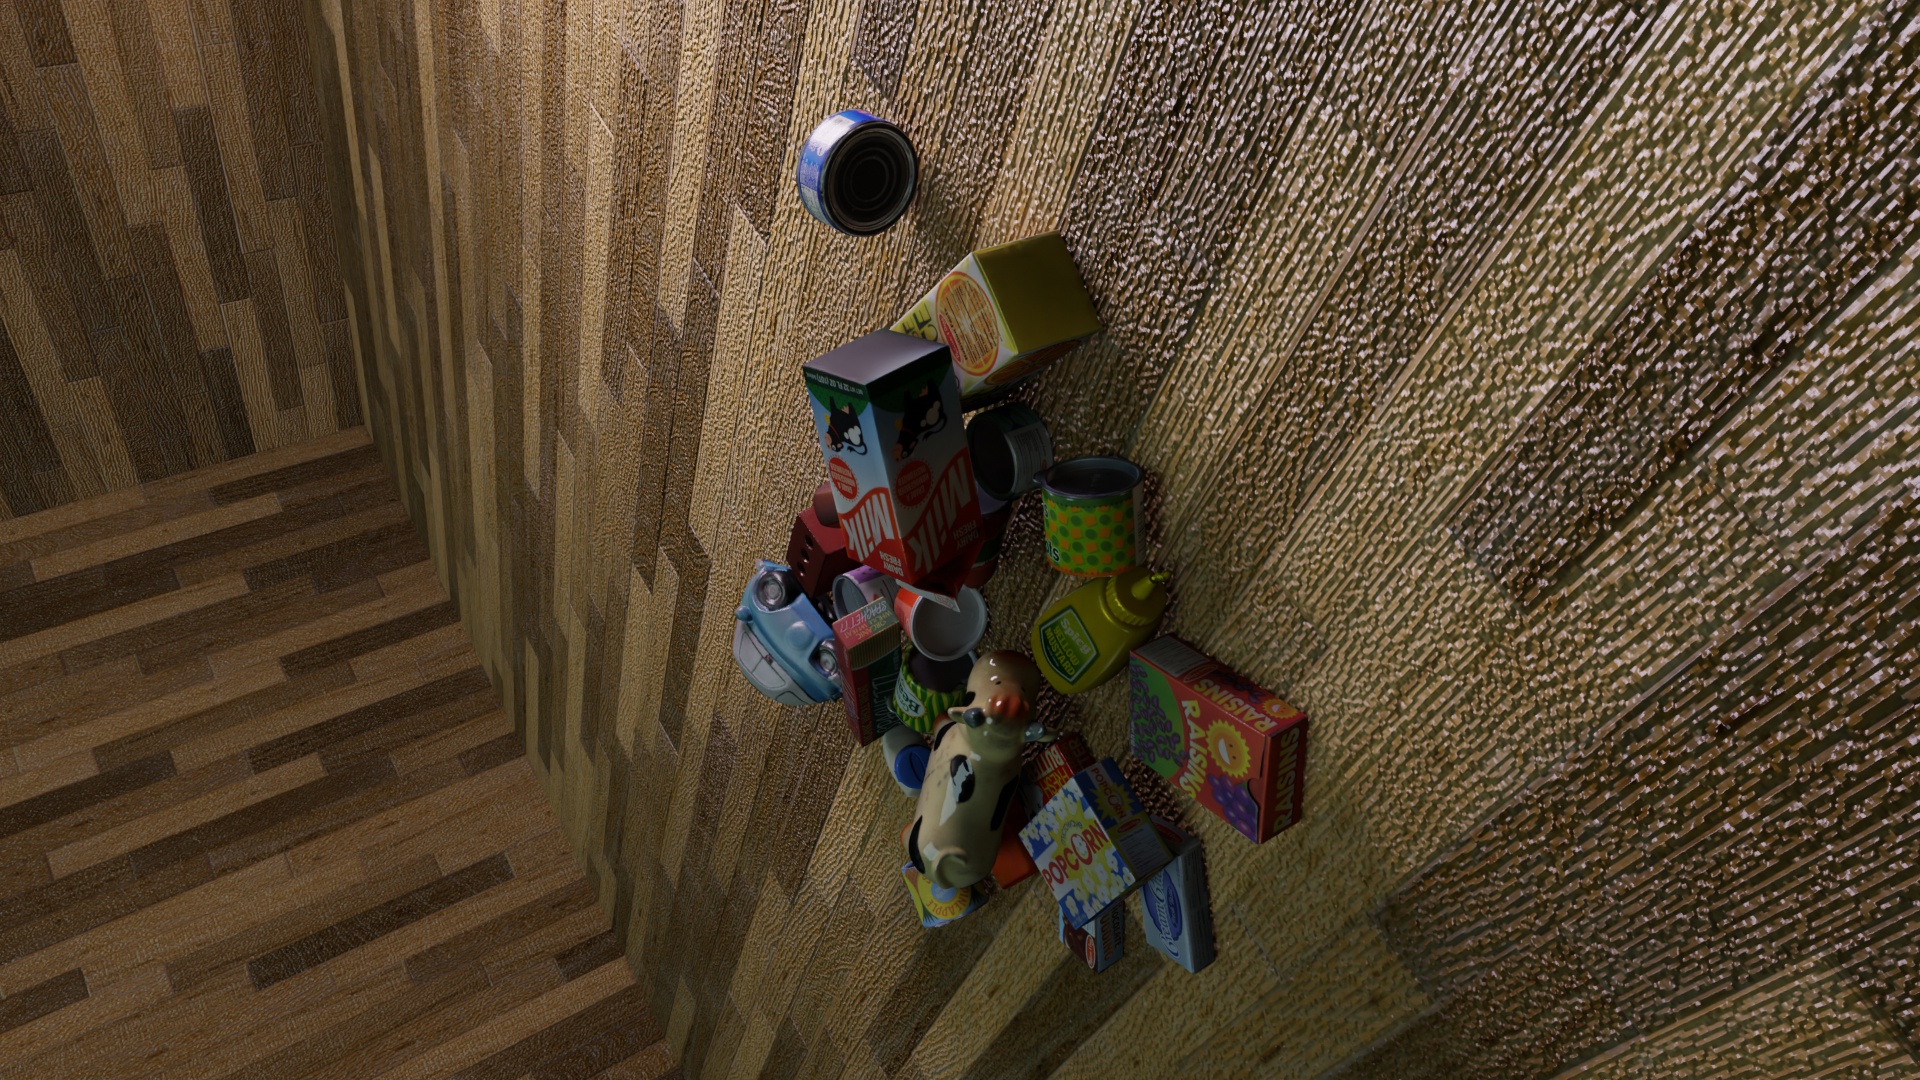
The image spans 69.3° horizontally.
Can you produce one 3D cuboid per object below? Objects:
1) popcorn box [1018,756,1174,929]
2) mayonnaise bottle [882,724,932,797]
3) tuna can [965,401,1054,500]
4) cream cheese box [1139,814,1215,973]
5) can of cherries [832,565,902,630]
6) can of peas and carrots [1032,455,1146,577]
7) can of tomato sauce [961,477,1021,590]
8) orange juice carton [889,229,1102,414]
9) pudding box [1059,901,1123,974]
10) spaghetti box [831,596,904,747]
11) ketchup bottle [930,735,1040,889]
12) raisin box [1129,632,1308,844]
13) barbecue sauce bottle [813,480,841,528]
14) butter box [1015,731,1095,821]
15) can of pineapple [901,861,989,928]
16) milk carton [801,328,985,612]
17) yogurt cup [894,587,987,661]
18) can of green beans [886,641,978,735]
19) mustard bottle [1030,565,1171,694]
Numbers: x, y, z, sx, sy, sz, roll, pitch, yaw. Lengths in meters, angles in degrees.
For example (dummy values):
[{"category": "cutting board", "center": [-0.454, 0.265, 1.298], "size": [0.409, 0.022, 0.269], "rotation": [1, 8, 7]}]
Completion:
[{"category": "popcorn box", "center": [0.096, 0.223, 1.013], "size": [0.085, 0.038, 0.126], "rotation": [59, 150, 20]}, {"category": "mayonnaise bottle", "center": [-0.042, 0.197, 1.230], "size": [0.148, 0.041, 0.065], "rotation": [136, 111, -82]}, {"category": "tuna can", "center": [0.033, -0.064, 0.994], "size": [0.071, 0.033, 0.070], "rotation": [37, 137, 43]}, {"category": "cream cheese box", "center": [0.154, 0.255, 1.003], "size": [0.053, 0.024, 0.103], "rotation": [21, 126, 56]}, {"category": "can of cherries", "center": [-0.072, 0.051, 1.219], "size": [0.071, 0.058, 0.071], "rotation": [38, 139, 42]}, {"category": "can of peas and carrots", "center": [0.084, -0.016, 0.900], "size": [0.071, 0.071, 0.058], "rotation": [28, 132, 50]}, {"category": "can of tomato sauce", "center": [0.004, -0.013, 1.045], "size": [0.071, 0.071, 0.082], "rotation": [49, 146, 31]}, {"category": "orange juice carton", "center": [0.008, -0.134, 0.950], "size": [0.192, 0.072, 0.073], "rotation": [-29, 83, 60]}, {"category": "pudding box", "center": [0.104, 0.297, 1.109], "size": [0.050, 0.030, 0.083], "rotation": [32, 134, 46]}, {"category": "spaghetti box", "center": [-0.078, 0.121, 1.217], "size": [0.029, 0.050, 0.249], "rotation": [56, 164, 23]}, {"category": "ketchup bottle", "center": [0.022, 0.219, 1.182], "size": [0.149, 0.044, 0.064], "rotation": [61, 147, 15]}, {"category": "raisin box", "center": [0.162, 0.125, 0.890], "size": [0.123, 0.040, 0.085], "rotation": [32, 134, 46]}, {"category": "barbecue sauce bottle", "center": [-0.057, -0.039, 1.136], "size": [0.148, 0.065, 0.043], "rotation": [-8, 96, 52]}, {"category": "butter box", "center": [0.076, 0.191, 1.094], "size": [0.053, 0.024, 0.103], "rotation": [61, 150, 13]}, {"category": "can of pineapple", "center": [-0.014, 0.317, 1.282], "size": [0.070, 0.071, 0.058], "rotation": [-30, 82, 61]}, {"category": "milk carton", "center": [-0.039, -0.040, 0.947], "size": [0.072, 0.074, 0.189], "rotation": [22, 133, 44]}, {"category": "yogurt cup", "center": [-0.019, 0.059, 1.131], "size": [0.054, 0.072, 0.072], "rotation": [25, 129, 62]}, {"category": "can of green beans", "center": [-0.021, 0.120, 1.168], "size": [0.071, 0.071, 0.057], "rotation": [51, 146, 29]}, {"category": "mustard bottle", "center": [0.099, 0.053, 0.939], "size": [0.065, 0.049, 0.159], "rotation": [59, 150, 14]}]
